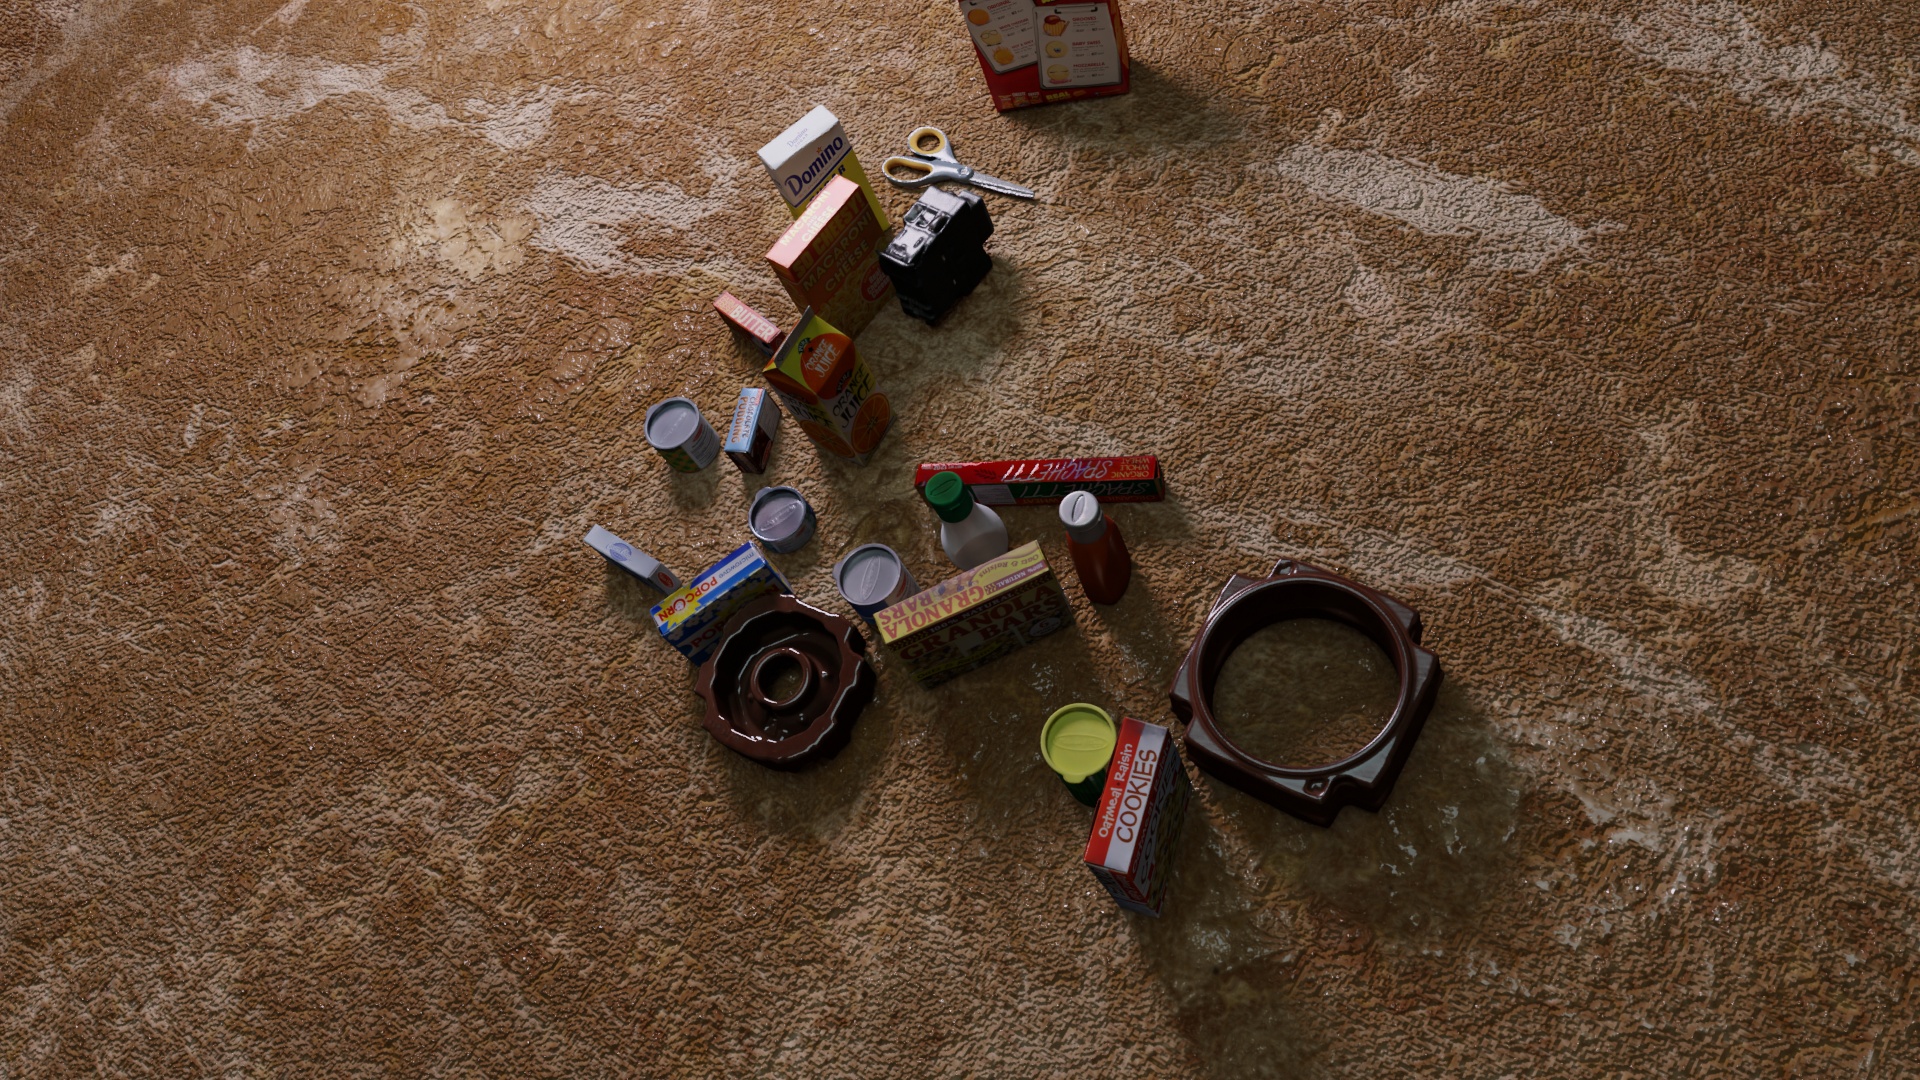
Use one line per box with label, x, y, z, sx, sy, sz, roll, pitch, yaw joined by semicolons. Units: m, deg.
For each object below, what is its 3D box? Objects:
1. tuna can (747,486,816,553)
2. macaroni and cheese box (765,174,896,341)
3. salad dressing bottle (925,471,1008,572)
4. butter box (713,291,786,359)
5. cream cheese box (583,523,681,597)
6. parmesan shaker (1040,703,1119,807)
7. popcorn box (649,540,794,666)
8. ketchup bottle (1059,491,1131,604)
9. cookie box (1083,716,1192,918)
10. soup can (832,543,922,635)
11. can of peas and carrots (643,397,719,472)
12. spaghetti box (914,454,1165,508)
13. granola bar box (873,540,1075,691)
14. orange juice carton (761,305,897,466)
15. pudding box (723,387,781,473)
tuna can;-0.190;-0.023;1.474;0.071;0.032;0.071;-7;62;14
macaroni and cheese box;-0.134;-0.299;1.523;0.040;0.166;0.124;32;76;28
salad dressing bottle;0.005;-0.017;1.344;0.064;0.147;0.044;-30;59;1
butter box;-0.235;-0.241;1.590;0.104;0.053;0.024;36;79;29
cream cheese box;-0.351;0.022;1.488;0.104;0.053;0.024;27;74;27
parmesan shaker;0.114;0.194;1.226;0.071;0.102;0.071;-7;62;14
popcorn box;-0.240;0.065;1.413;0.127;0.085;0.038;-35;59;-3
ketchup bottle;0.126;0.003;1.295;0.043;0.148;0.065;8;67;21
cookie box;0.150;0.233;1.157;0.040;0.167;0.123;10;67;22
soup can;-0.080;0.050;1.372;0.071;0.083;0.071;-7;62;14
can of peas and carrots;-0.311;-0.117;1.545;0.071;0.058;0.071;-7;62;14
spaghetti box;0.080;-0.058;1.399;0.250;0.050;0.029;-1;64;16
granola bar box;0.017;0.074;1.306;0.165;0.123;0.039;-25;59;4
orange juice carton;-0.140;-0.161;1.437;0.073;0.192;0.072;23;73;26
pudding box;-0.228;-0.121;1.527;0.030;0.049;0.084;3;65;19
